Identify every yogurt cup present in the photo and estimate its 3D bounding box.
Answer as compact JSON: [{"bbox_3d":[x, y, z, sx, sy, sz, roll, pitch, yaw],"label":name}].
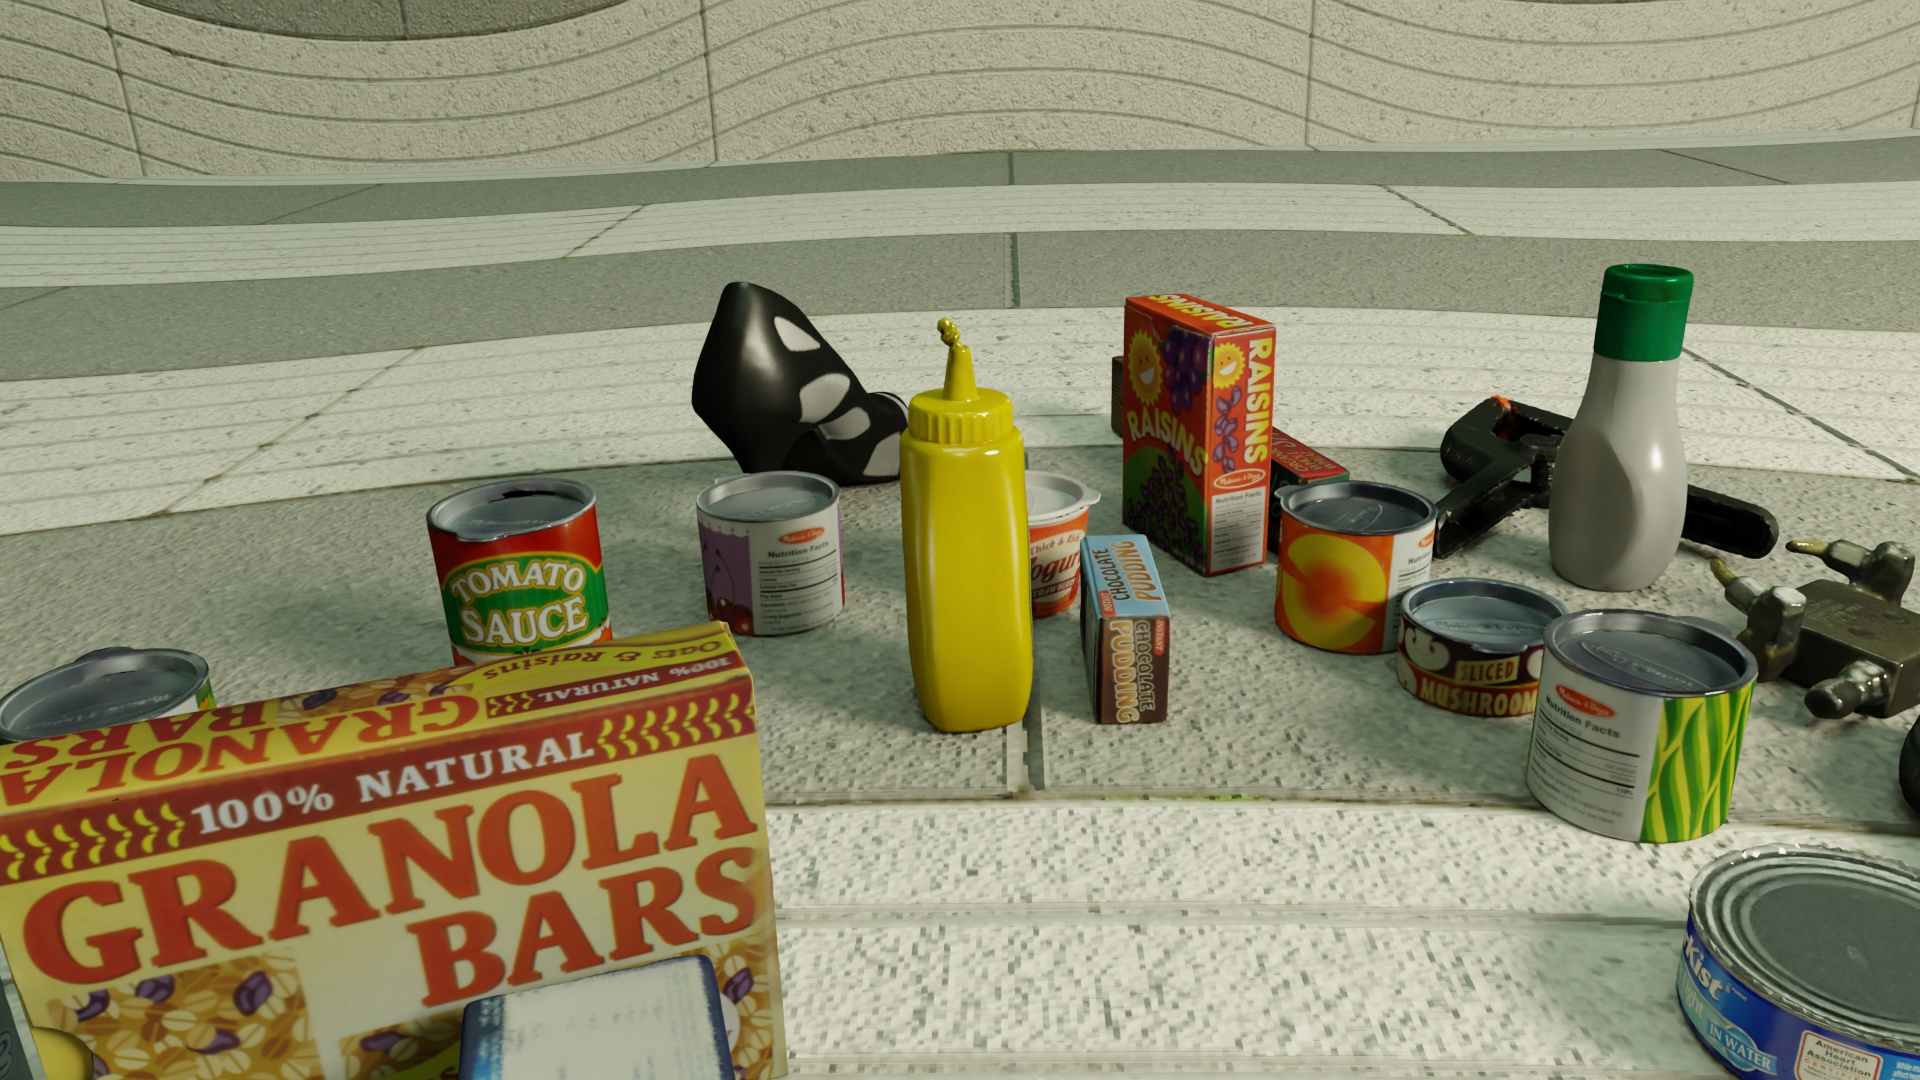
[{"bbox_3d":[0.028,0.002,0.654,0.072,0.053,0.073,-2,22,1],"label":"yogurt cup"}]

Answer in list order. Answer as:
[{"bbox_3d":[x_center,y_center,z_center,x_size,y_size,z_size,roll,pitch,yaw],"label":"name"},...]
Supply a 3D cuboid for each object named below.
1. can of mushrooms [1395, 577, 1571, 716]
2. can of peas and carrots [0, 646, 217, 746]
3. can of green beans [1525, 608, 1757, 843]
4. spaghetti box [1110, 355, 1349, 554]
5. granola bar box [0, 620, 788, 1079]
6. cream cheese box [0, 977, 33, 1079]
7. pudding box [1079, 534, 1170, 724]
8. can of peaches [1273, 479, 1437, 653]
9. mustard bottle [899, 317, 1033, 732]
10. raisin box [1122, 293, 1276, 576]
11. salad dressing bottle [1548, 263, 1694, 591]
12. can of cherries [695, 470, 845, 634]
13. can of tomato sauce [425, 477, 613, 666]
[{"bbox_3d":[0.212,0.043,0.565,0.071,0.033,0.071,-2,22,1],"label":"can of mushrooms"},{"bbox_3d":[-0.294,0.077,0.487,0.071,0.058,0.071,-2,22,1],"label":"can of peas and carrots"},{"bbox_3d":[0.234,0.063,0.482,0.071,0.057,0.071,-2,22,1],"label":"can of green beans"},{"bbox_3d":[0.143,-0.053,0.786,0.029,0.050,0.251,-8,23,-14],"label":"spaghetti box"},{"bbox_3d":[-0.130,0.095,0.342,0.166,0.123,0.039,-10,23,-18],"label":"granola bar box"},{"bbox_3d":[-0.262,0.145,0.324,0.024,0.053,0.104,-2,22,-1],"label":"cream cheese box"},{"bbox_3d":[0.067,0.035,0.576,0.030,0.049,0.084,-2,22,1],"label":"pudding box"},{"bbox_3d":[0.172,0.010,0.617,0.071,0.057,0.071,-2,22,1],"label":"can of peaches"},{"bbox_3d":[0.002,-0.007,0.537,0.049,0.159,0.065,-5,22,-9],"label":"mustard bottle"},{"bbox_3d":[0.117,-0.055,0.698,0.040,0.123,0.086,-10,23,-20],"label":"raisin box"},{"bbox_3d":[0.307,-0.051,0.640,0.044,0.147,0.064,-9,23,-17],"label":"salad dressing bottle"},{"bbox_3d":[-0.089,0.004,0.652,0.071,0.058,0.072,-2,22,1],"label":"can of cherries"},{"bbox_3d":[-0.181,0.024,0.577,0.071,0.082,0.071,-2,22,1],"label":"can of tomato sauce"}]
